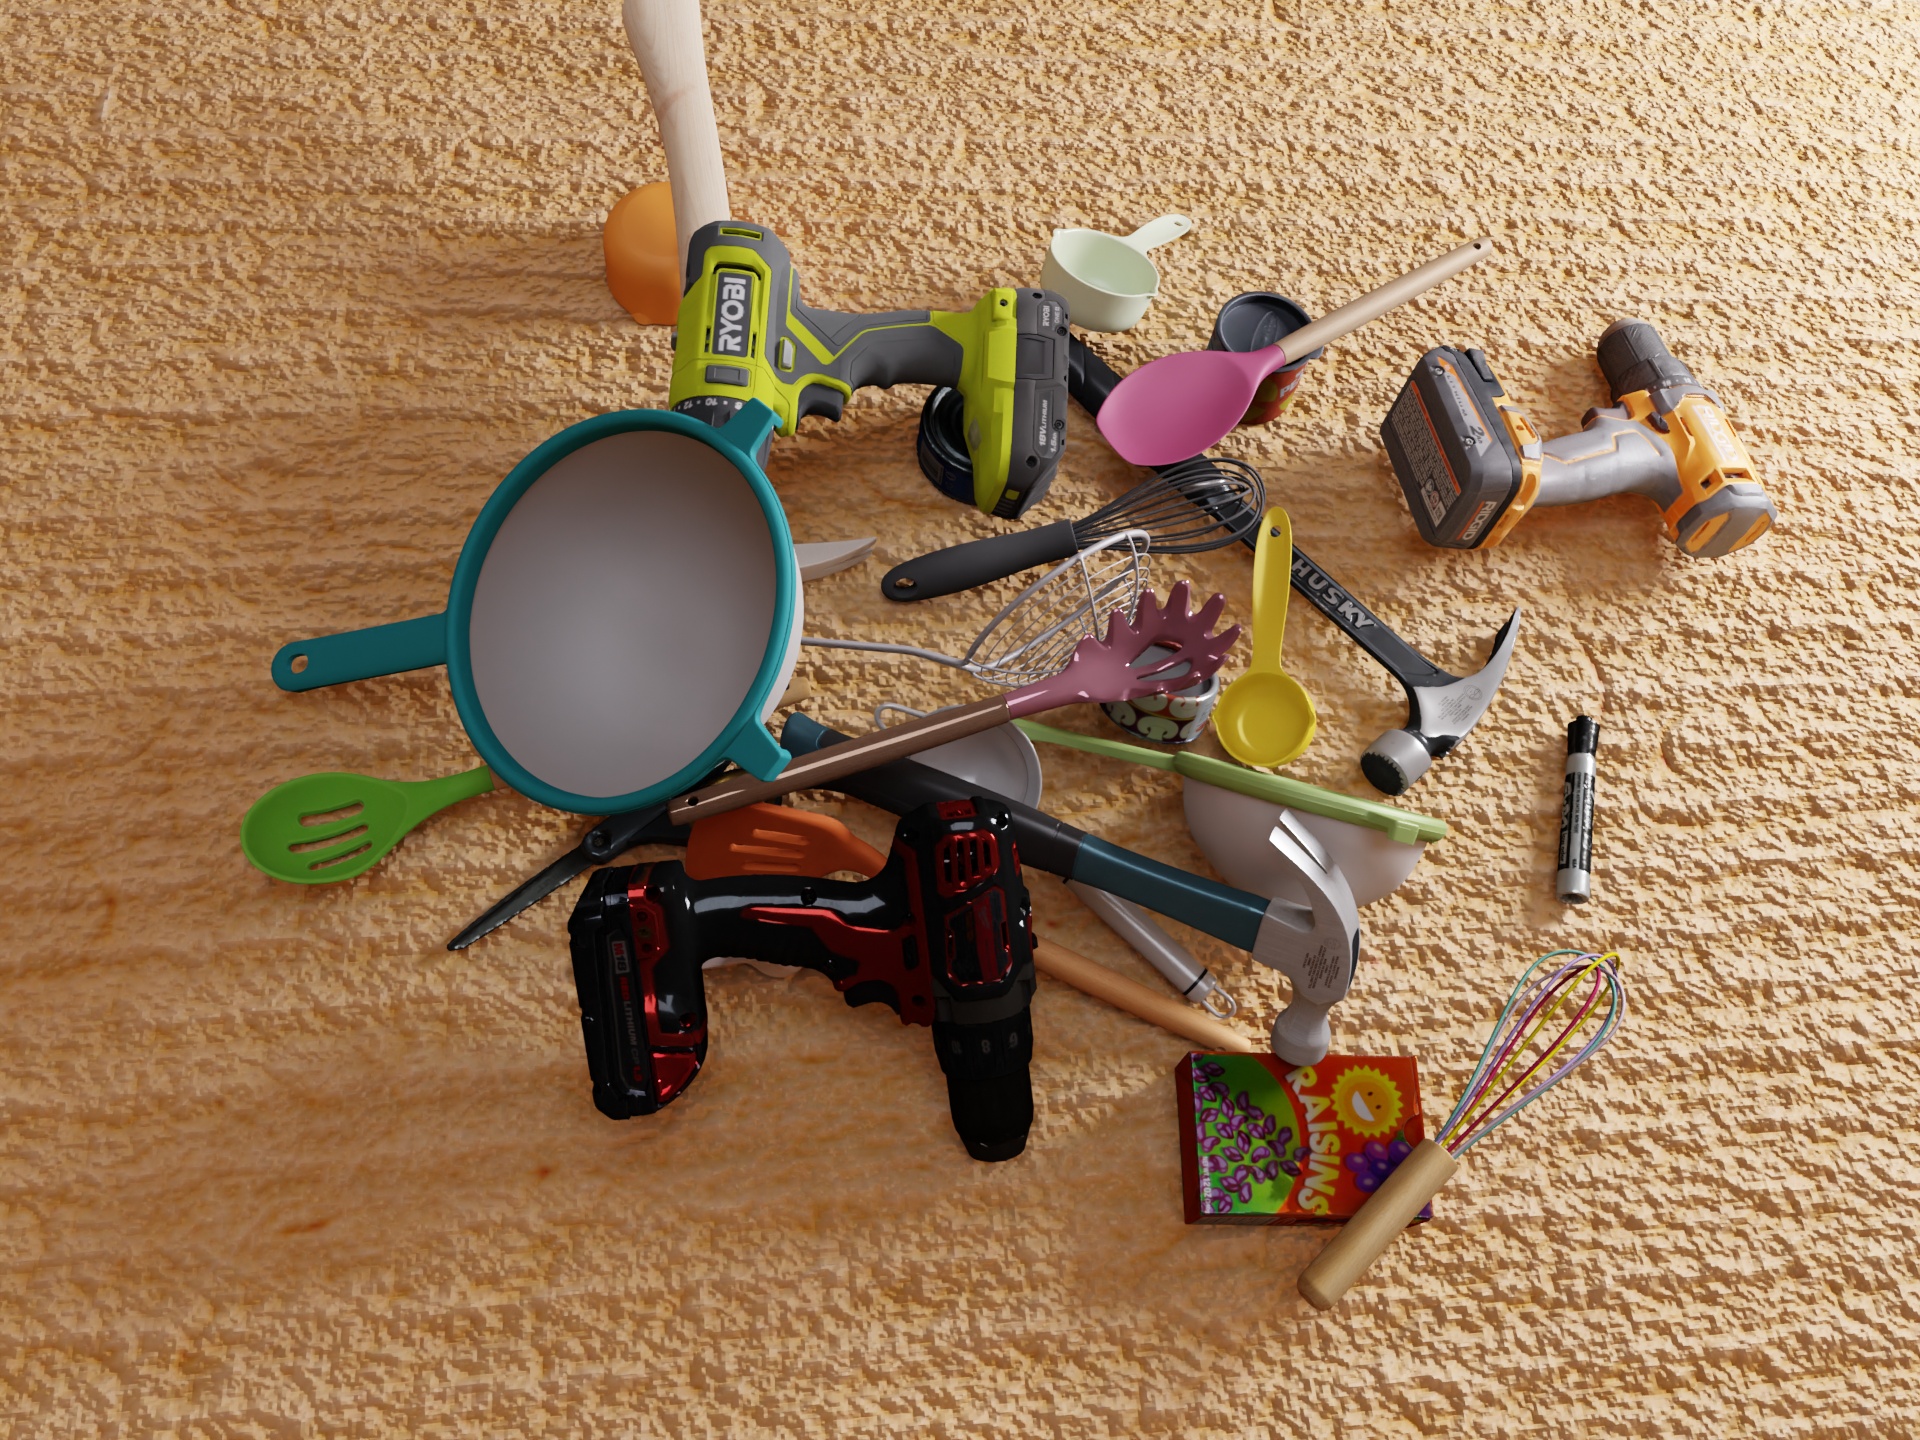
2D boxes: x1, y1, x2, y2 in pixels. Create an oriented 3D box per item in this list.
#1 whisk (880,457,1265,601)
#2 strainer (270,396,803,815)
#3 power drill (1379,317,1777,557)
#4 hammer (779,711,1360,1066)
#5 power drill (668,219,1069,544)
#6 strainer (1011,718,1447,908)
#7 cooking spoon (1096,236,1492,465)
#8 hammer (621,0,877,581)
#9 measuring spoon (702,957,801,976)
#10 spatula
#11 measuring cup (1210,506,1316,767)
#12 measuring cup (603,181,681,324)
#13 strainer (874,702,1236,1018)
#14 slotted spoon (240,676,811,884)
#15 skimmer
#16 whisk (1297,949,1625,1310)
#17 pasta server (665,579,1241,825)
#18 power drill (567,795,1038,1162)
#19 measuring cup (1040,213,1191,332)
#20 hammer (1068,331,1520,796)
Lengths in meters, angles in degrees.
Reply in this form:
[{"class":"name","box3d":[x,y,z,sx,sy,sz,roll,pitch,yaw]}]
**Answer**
[{"class":"whisk","box3d":[0.067,-0.108,0.960,0.239,0.055,0.055,-14,66,5]},{"class":"strainer","box3d":[-0.219,-0.043,0.869,0.340,0.095,0.211,-8,78,24]},{"class":"power drill","box3d":[0.393,-0.191,1.030,0.226,0.084,0.186,-1,57,-14]},{"class":"hammer","box3d":[0.051,0.069,0.847,0.331,0.128,0.033,20,32,17]},{"class":"power drill","box3d":[-0.057,-0.185,0.933,0.228,0.080,0.191,5,74,-9]},{"class":"strainer","box3d":[0.135,0.055,0.888,0.256,0.151,0.069,14,91,21]},{"class":"cooking spoon","box3d":[0.220,-0.241,1.007,0.319,0.017,0.069,-30,72,-19]},{"class":"hammer","box3d":[-0.149,-0.281,0.994,0.146,0.038,0.411,-5,78,-13]},{"class":"measuring spoon","box3d":[-0.143,0.124,0.859,0.124,0.018,0.034,-5,65,-7]},{"class":"spatula","box3d":[0.007,0.118,0.862,0.322,0.081,0.041,25,46,1]},{"class":"measuring cup","box3d":[0.186,-0.048,0.944,0.062,0.029,0.156,1,80,25]},{"class":"measuring cup","box3d":[-0.152,-0.295,1.040,0.173,0.052,0.095,22,64,7]},{"class":"strainer","box3d":[0.054,0.077,0.891,0.258,0.050,0.087,43,107,7]},{"class":"slotted spoon","box3d":[-0.234,0.026,0.883,0.313,0.031,0.070,-17,60,-11]},{"class":"skimmer","box3d":[-0.074,-0.074,0.922,0.363,0.127,0.090,4,80,5]},{"class":"whisk","box3d":[0.256,0.201,0.804,0.245,0.047,0.051,-41,78,-16]},{"class":"pasta server","box3d":[-0.001,-0.003,0.837,0.316,0.040,0.060,-18,62,-12]},{"class":"power drill","box3d":[-0.071,0.144,0.805,0.226,0.080,0.188,-8,98,-5]},{"class":"measuring cup","box3d":[0.112,-0.308,1.080,0.083,0.038,0.167,36,43,12]},{"class":"hammer","box3d":[0.174,-0.138,1.009,0.149,0.036,0.409,-38,73,-22]}]
